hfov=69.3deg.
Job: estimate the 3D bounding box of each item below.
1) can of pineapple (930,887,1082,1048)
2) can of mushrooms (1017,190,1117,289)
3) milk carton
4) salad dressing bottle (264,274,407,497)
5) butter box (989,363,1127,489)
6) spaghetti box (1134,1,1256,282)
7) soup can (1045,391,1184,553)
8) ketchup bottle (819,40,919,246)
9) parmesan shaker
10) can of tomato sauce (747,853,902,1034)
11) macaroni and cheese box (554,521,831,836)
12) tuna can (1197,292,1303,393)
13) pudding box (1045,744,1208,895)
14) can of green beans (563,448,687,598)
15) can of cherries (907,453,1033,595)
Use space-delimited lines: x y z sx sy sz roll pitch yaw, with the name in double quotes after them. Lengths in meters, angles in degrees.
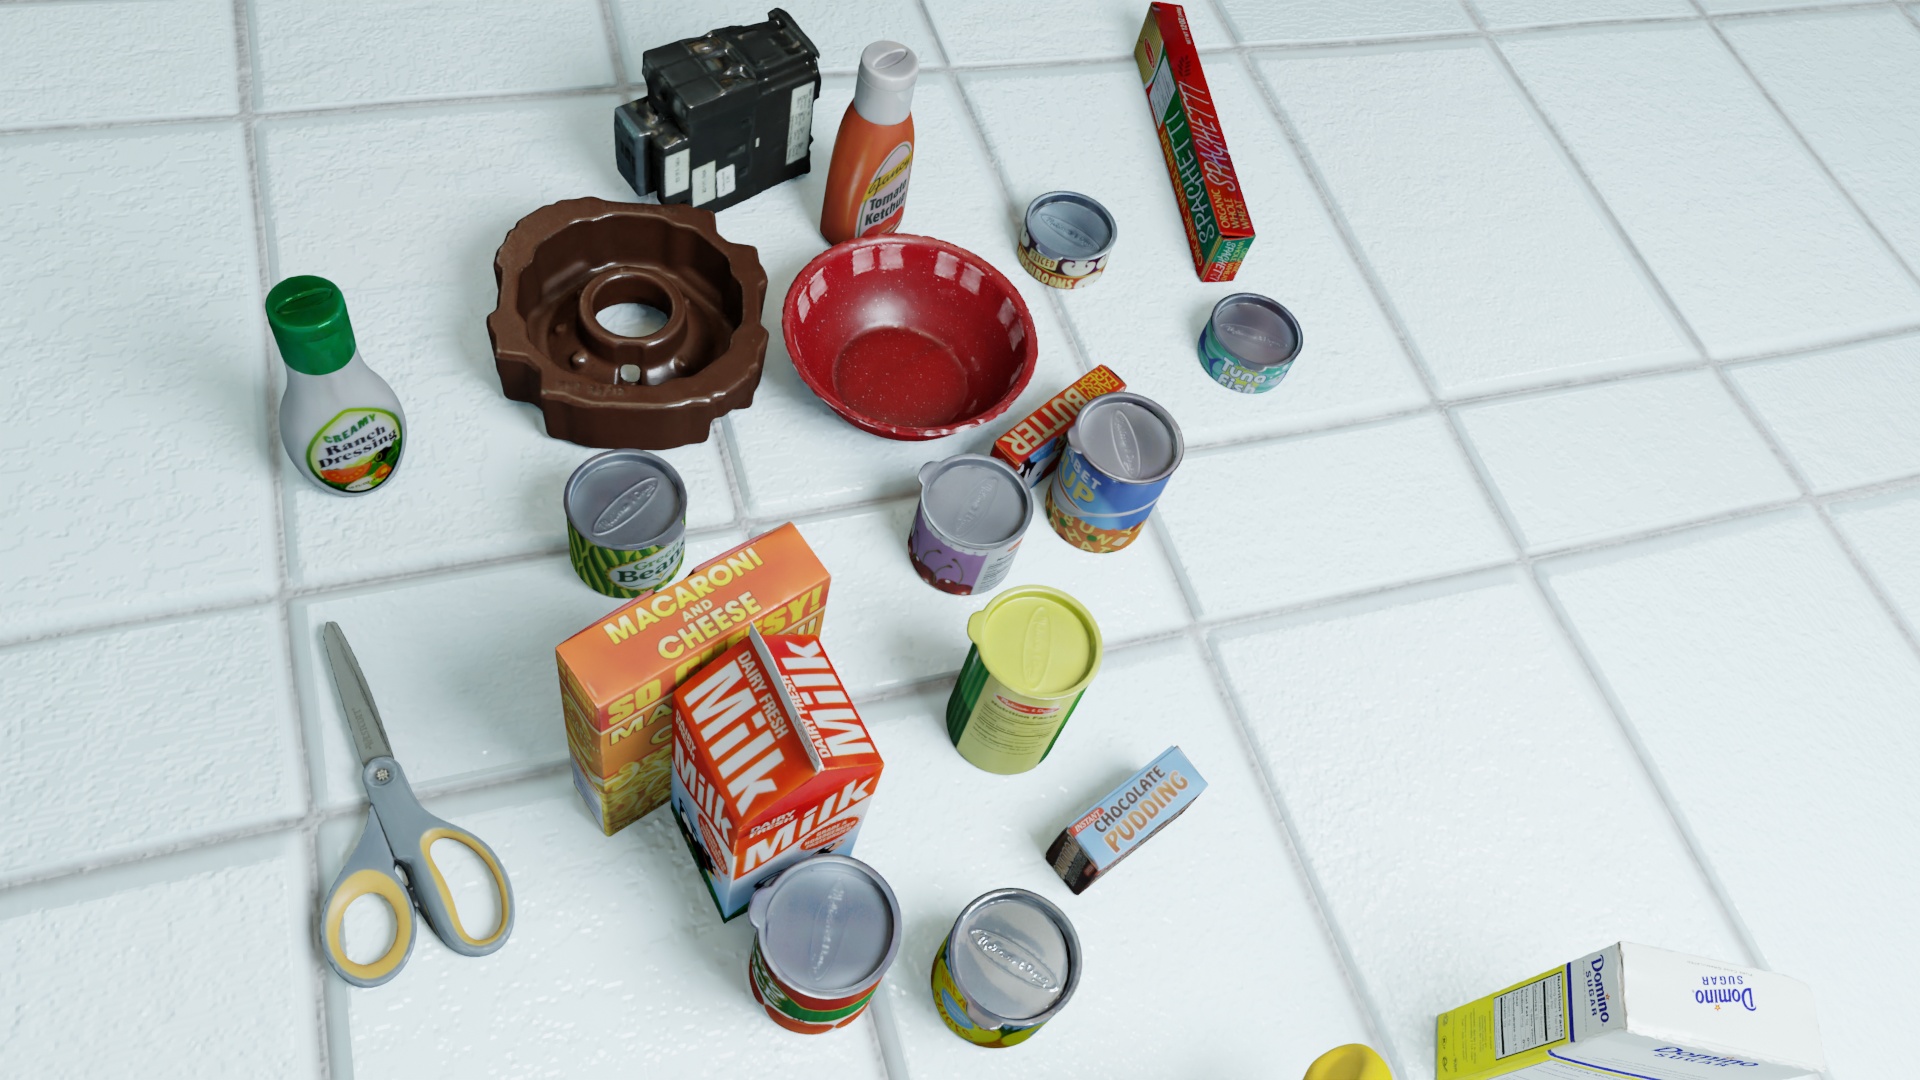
0.020 0.214 0.689 0.071 0.057 0.071 5 58 -9 "can of pineapple"
0.073 -0.210 0.978 0.071 0.033 0.071 5 58 -9 "can of mushrooms"
-0.089 0.109 0.652 0.074 0.189 0.072 -21 66 -23 "milk carton"
-0.336 -0.080 0.742 0.064 0.147 0.044 -28 68 -26 "salad dressing bottle"
0.058 -0.066 0.874 0.024 0.052 0.104 44 60 15 "butter box"
0.173 -0.304 1.048 0.029 0.050 0.251 -1 59 -13 "spaghetti box"
0.089 -0.040 0.846 0.071 0.083 0.071 5 58 -9 "soup can"
-0.057 -0.257 0.911 0.043 0.148 0.065 41 60 14 "ketchup bottle"
0.029 0.076 0.750 0.071 0.102 0.071 5 58 -9 "parmesan shaker"
-0.069 0.196 0.667 0.071 0.082 0.071 5 58 -9 "can of tomato sauce"
-0.131 0.071 0.681 0.124 0.165 0.040 -30 69 -26 "macaroni and cheese box"
0.199 -0.134 0.958 0.071 0.032 0.071 5 58 -9 "tuna can"
0.089 0.150 0.748 0.084 0.049 0.030 -31 70 -27 "pudding box"
-0.188 -0.009 0.783 0.071 0.057 0.071 5 58 -9 "can of green beans"
0.003 -0.010 0.824 0.071 0.058 0.072 5 58 -9 "can of cherries"
